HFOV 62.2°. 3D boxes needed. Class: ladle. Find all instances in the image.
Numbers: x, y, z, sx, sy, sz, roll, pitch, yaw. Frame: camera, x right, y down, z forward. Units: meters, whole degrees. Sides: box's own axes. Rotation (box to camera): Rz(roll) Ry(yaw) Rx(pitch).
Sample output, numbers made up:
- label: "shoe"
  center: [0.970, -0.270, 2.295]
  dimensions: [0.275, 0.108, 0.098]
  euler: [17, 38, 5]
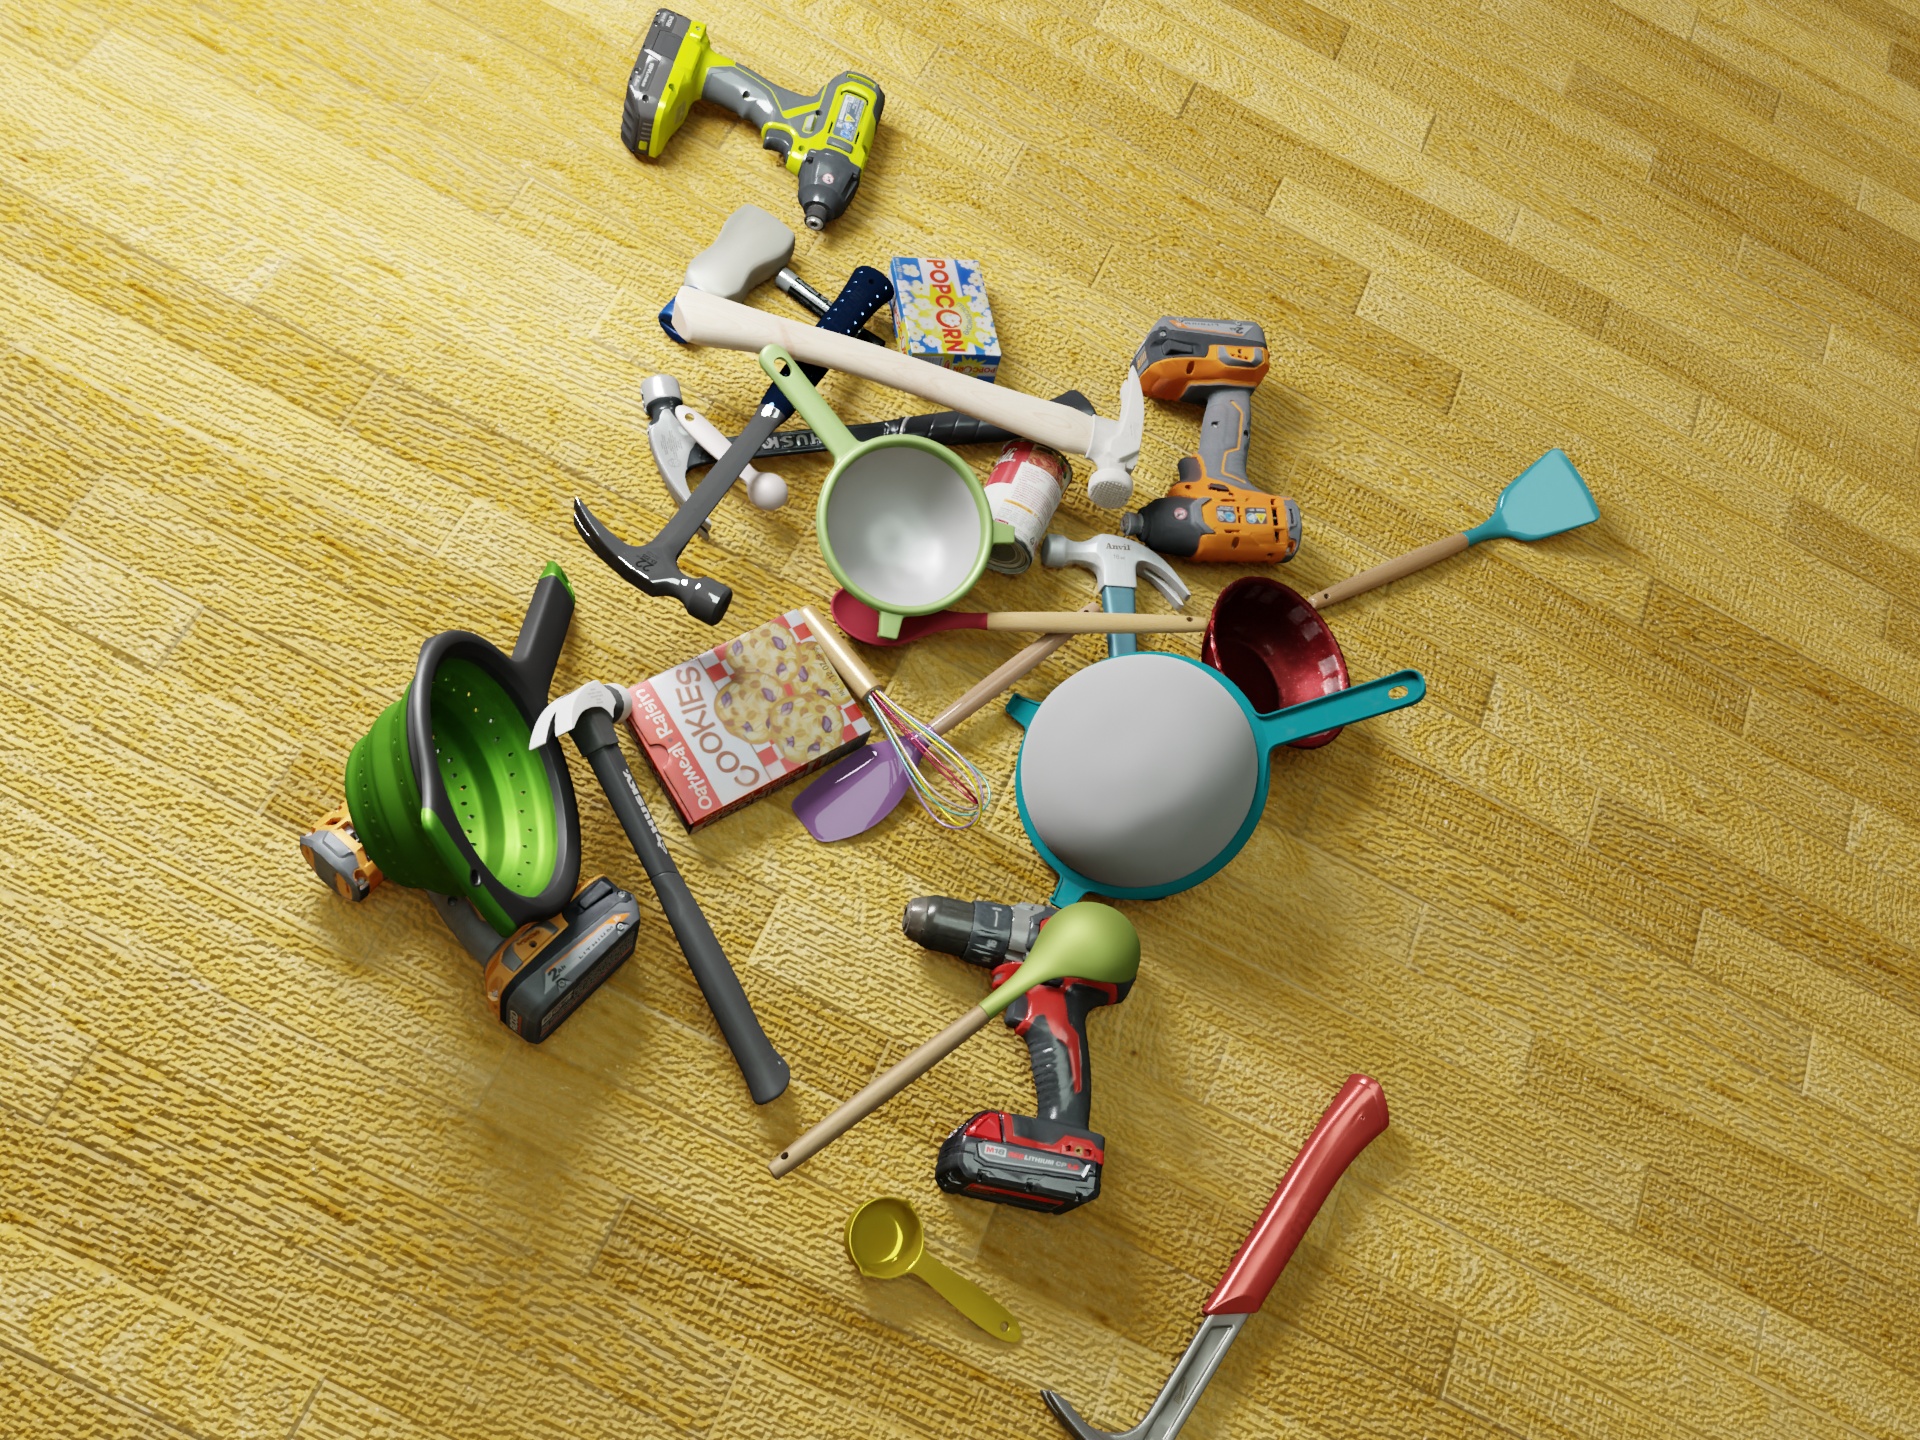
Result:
- label: "ladle"
  center: [-0.001, 0.234, 1.150]
  dimensions: [0.320, 0.062, 0.078]
  euler: [-34, 44, -17]
- label: "ladle"
  center: [0.049, -0.084, 1.336]
  dimensions: [0.315, 0.031, 0.069]
  euler: [2, 53, 2]

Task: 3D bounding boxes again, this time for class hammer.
- label: "hammer"
  center: [-0.068, -0.250, 1.410]
  dimensions: [0.409, 0.036, 0.149]
  euler: [-9, 72, -17]
- label: "hammer"
  center: [-0.212, 0.127, 1.165]
  dimensions: [0.035, 0.146, 0.335]
  euler: [-26, 91, 9]
- label: "hammer"
  center: [-0.040, -0.300, 1.359]
  dimensions: [0.410, 0.038, 0.146]
  euler: [16, 56, -8]
- label: "hammer"
  center: [0.216, 0.412, 1.208]
  dimensions: [0.149, 0.036, 0.359]
  euler: [39, 65, 3]
- label: "hammer"
  center: [-0.168, -0.255, 1.335]
  dimensions: [0.144, 0.035, 0.406]
  euler: [28, 56, 2]
- label: "hammer"
  center: [0.142, -0.008, 1.364]
  dimensions: [0.128, 0.033, 0.331]
  euler: [3, 68, -12]

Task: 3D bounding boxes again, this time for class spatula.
- label: "spatula"
  center: [0.460, -0.168, 1.503]
  dimensions: [0.317, 0.044, 0.082]
  euler: [-23, 79, -20]
- label: "spatula"
  center: [-0.002, -0.004, 1.319]
  dimensions: [0.316, 0.018, 0.060]
  euler: [-38, 78, -17]

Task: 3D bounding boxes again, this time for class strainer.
- label: "strainer"
  center: [-0.086, -0.198, 1.317]
  dimensions: [0.151, 0.069, 0.256]
  euler: [-41, 97, -17]
- label: "strainer"
  center: [0.193, 0.011, 1.246]
  dimensions: [0.340, 0.095, 0.211]
  euler: [-18, 66, 14]

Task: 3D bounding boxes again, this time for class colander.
- label: "colander"
  center: [-0.349, 0.003, 1.140]
  dimensions: [0.094, 0.204, 0.397]
  euler: [-18, 33, 9]

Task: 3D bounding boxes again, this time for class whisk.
- label: "whisk"
  center: [-0.056, -0.009, 1.288]
  dimensions: [0.051, 0.047, 0.245]
  euler: [-34, 67, -15]

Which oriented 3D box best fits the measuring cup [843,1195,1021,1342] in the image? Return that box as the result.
- label: "measuring cup"
  center: [-0.020, 0.406, 1.162]
  dimensions: [0.156, 0.029, 0.062]
  euler: [40, 64, -9]

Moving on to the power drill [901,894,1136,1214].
- label: "power drill"
  center: [0.035, 0.244, 1.211]
  dimensions: [0.188, 0.080, 0.227]
  euler: [14, 63, -8]

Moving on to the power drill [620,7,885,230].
- label: "power drill"
  center: [-0.194, -0.556, 1.482]
  dimensions: [0.223, 0.080, 0.171]
  euler: [18, 65, -10]

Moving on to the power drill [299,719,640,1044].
- label: "power drill"
  center: [-0.339, 0.103, 1.173]
  dimensions: [0.226, 0.084, 0.185]
  euler: [38, 57, 9]

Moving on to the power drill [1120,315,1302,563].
- label: "power drill"
  center: [0.217, -0.252, 1.458]
  dimensions: [0.164, 0.084, 0.227]
  euler: [0, 72, -14]

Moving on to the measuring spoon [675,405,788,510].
- label: "measuring spoon"
  center: [-0.194, -0.225, 1.337]
  dimensions: [0.124, 0.018, 0.034]
  euler: [43, 66, 4]
